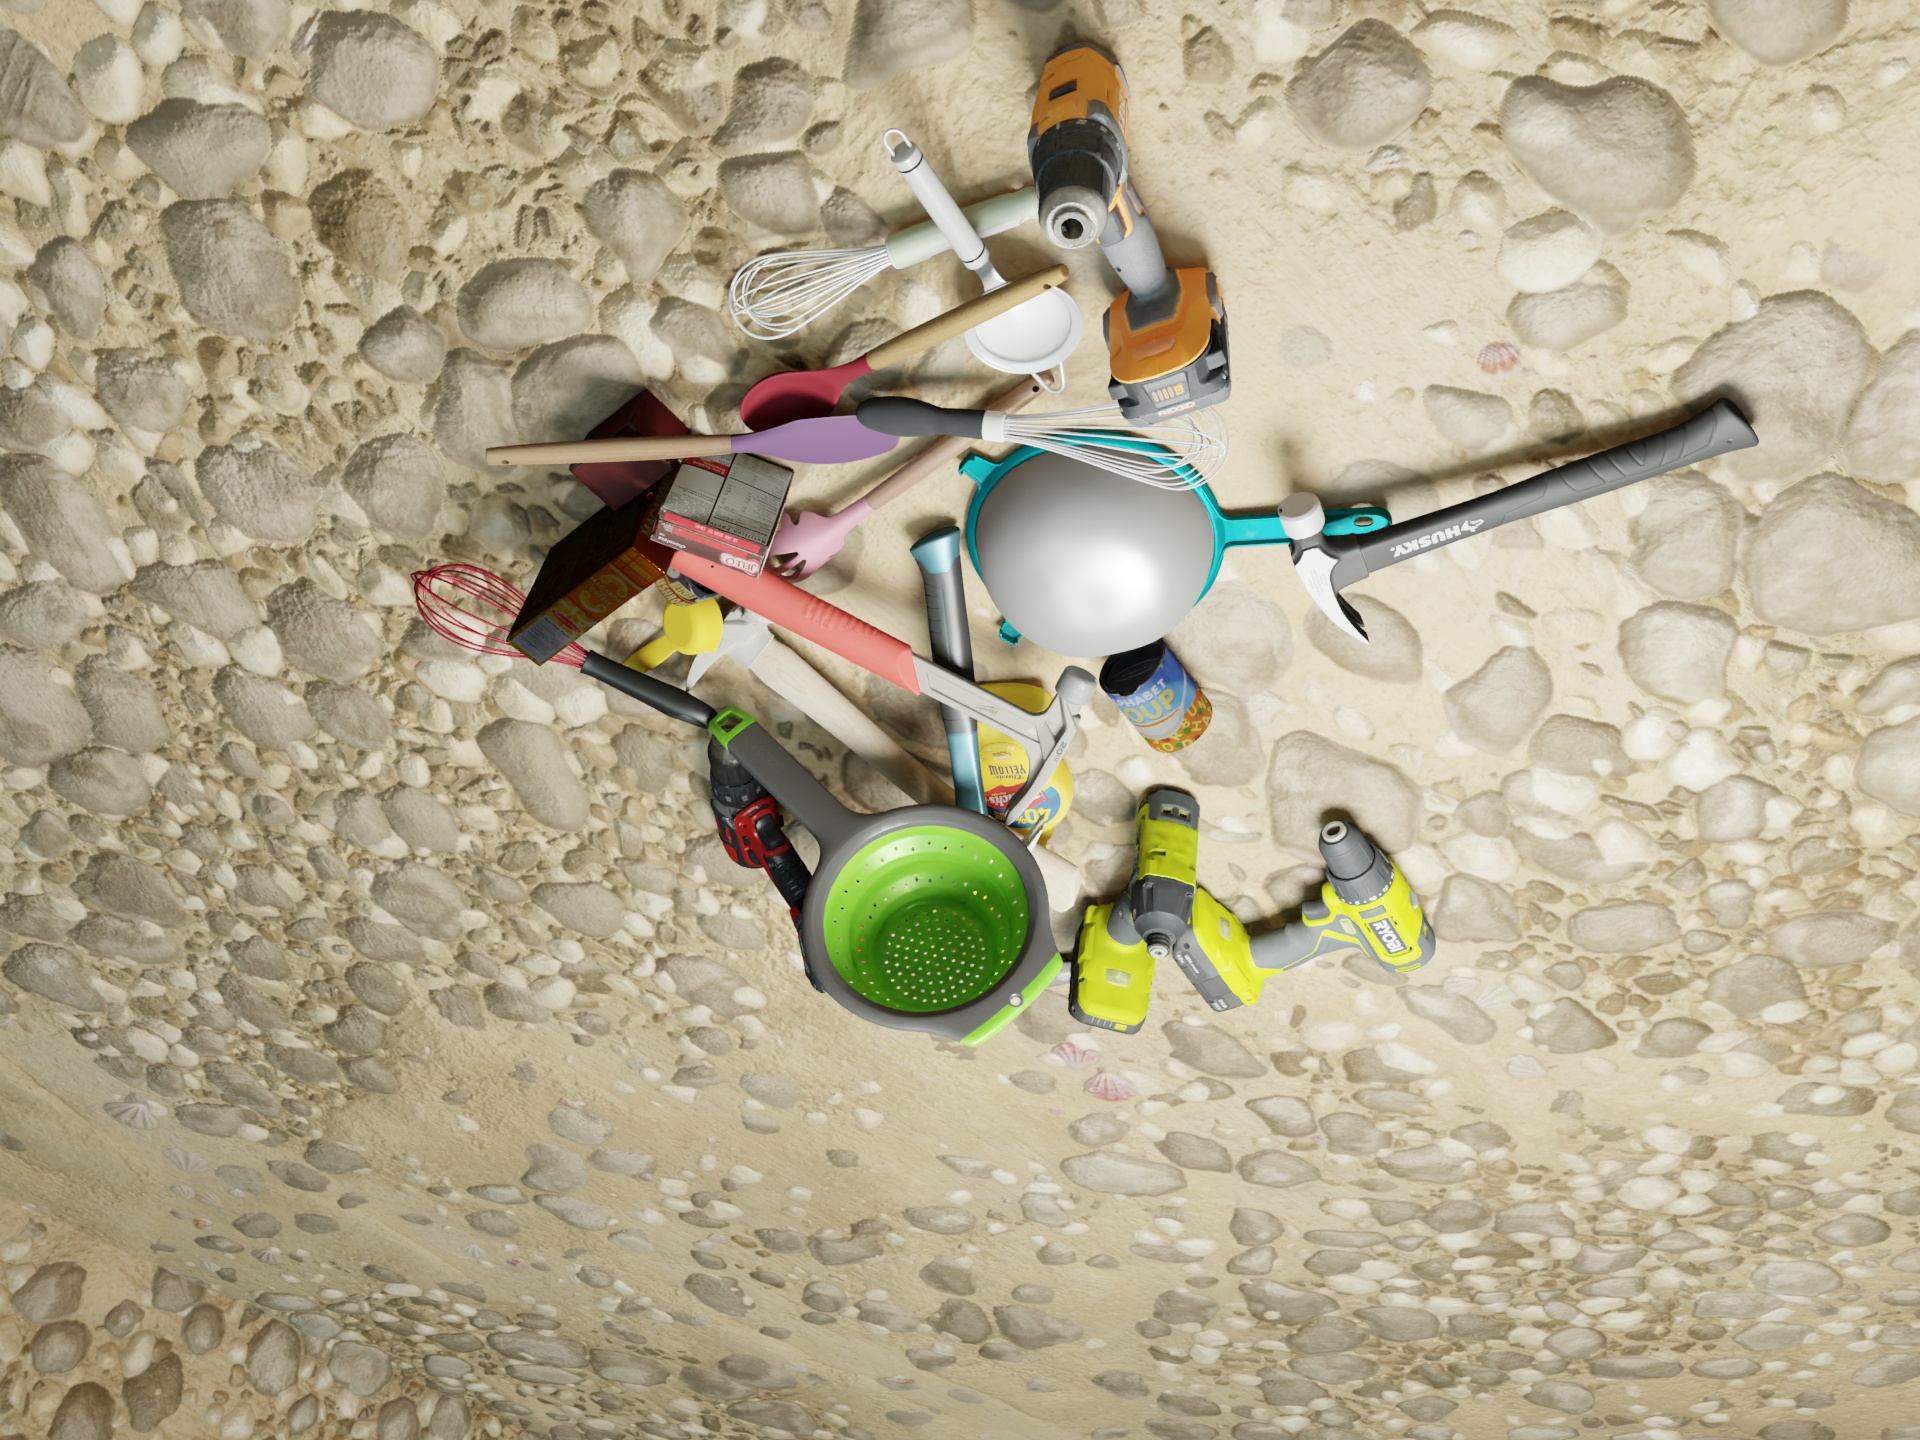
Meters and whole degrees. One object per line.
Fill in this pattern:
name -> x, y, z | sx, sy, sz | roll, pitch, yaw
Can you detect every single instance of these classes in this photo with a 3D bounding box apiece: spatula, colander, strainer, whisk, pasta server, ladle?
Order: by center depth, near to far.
strainer -> 0.014, -0.317, 1.092 | 0.087, 0.050, 0.258 | -17, 149, 21
whisk -> -0.055, -0.330, 1.131 | 0.246, 0.058, 0.059 | -14, 99, 18
ladle -> -0.046, -0.269, 1.150 | 0.315, 0.031, 0.069 | -13, 156, 41
whisk -> 0.057, -0.215, 1.185 | 0.284, 0.070, 0.070 | 8, 135, 13
spatula -> -0.203, -0.211, 1.230 | 0.316, 0.018, 0.059 | -5, 152, -10
strainer -> 0.166, -0.122, 1.253 | 0.340, 0.095, 0.210 | -2, 133, 15
pasta server -> -0.051, -0.194, 1.277 | 0.316, 0.040, 0.060 | -31, 122, 29
colander -> -0.081, 0.131, 1.373 | 0.397, 0.204, 0.094 | 42, 160, 26
whisk -> -0.352, -0.062, 1.418 | 0.295, 0.073, 0.073 | 26, 133, -10

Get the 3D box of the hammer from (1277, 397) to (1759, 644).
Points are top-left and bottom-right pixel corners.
hammer -> 0.415, -0.159, 1.182 | 0.335, 0.035, 0.146 | -19, 133, 15

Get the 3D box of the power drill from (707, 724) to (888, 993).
power drill -> -0.163, 0.121, 1.480 | 0.080, 0.227, 0.187 | -30, 146, -19

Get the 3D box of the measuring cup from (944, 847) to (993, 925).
measuring cup -> 0.007, 0.149, 1.522 | 0.052, 0.095, 0.173 | 1, 163, 6

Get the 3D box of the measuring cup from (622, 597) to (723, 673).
measuring cup -> -0.269, -0.068, 1.421 | 0.156, 0.029, 0.062 | -28, 83, 40

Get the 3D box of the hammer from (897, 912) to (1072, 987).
hammer -> 0.022, 0.226, 1.564 | 0.130, 0.031, 0.331 | -17, 155, 24

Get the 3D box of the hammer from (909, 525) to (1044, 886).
hammer -> -0.002, -0.004, 1.366 | 0.128, 0.033, 0.330 | -4, 112, 7

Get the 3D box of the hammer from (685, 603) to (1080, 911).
hammer -> -0.061, 0.046, 1.447 | 0.410, 0.038, 0.146 | 39, 131, -10

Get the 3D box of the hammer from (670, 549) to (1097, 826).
hammer -> -0.075, -0.050, 1.313 | 0.359, 0.037, 0.149 | 27, 111, -8

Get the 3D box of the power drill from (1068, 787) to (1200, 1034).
power drill -> 0.168, 0.195, 1.510 | 0.080, 0.171, 0.223 | 14, 138, -3

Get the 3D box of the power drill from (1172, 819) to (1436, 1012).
power drill -> 0.322, 0.189, 1.539 | 0.228, 0.080, 0.190 | -21, 127, 25

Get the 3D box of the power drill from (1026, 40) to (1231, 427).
power drill -> 0.107, -0.300, 1.034 | 0.084, 0.186, 0.226 | -15, 132, 21
